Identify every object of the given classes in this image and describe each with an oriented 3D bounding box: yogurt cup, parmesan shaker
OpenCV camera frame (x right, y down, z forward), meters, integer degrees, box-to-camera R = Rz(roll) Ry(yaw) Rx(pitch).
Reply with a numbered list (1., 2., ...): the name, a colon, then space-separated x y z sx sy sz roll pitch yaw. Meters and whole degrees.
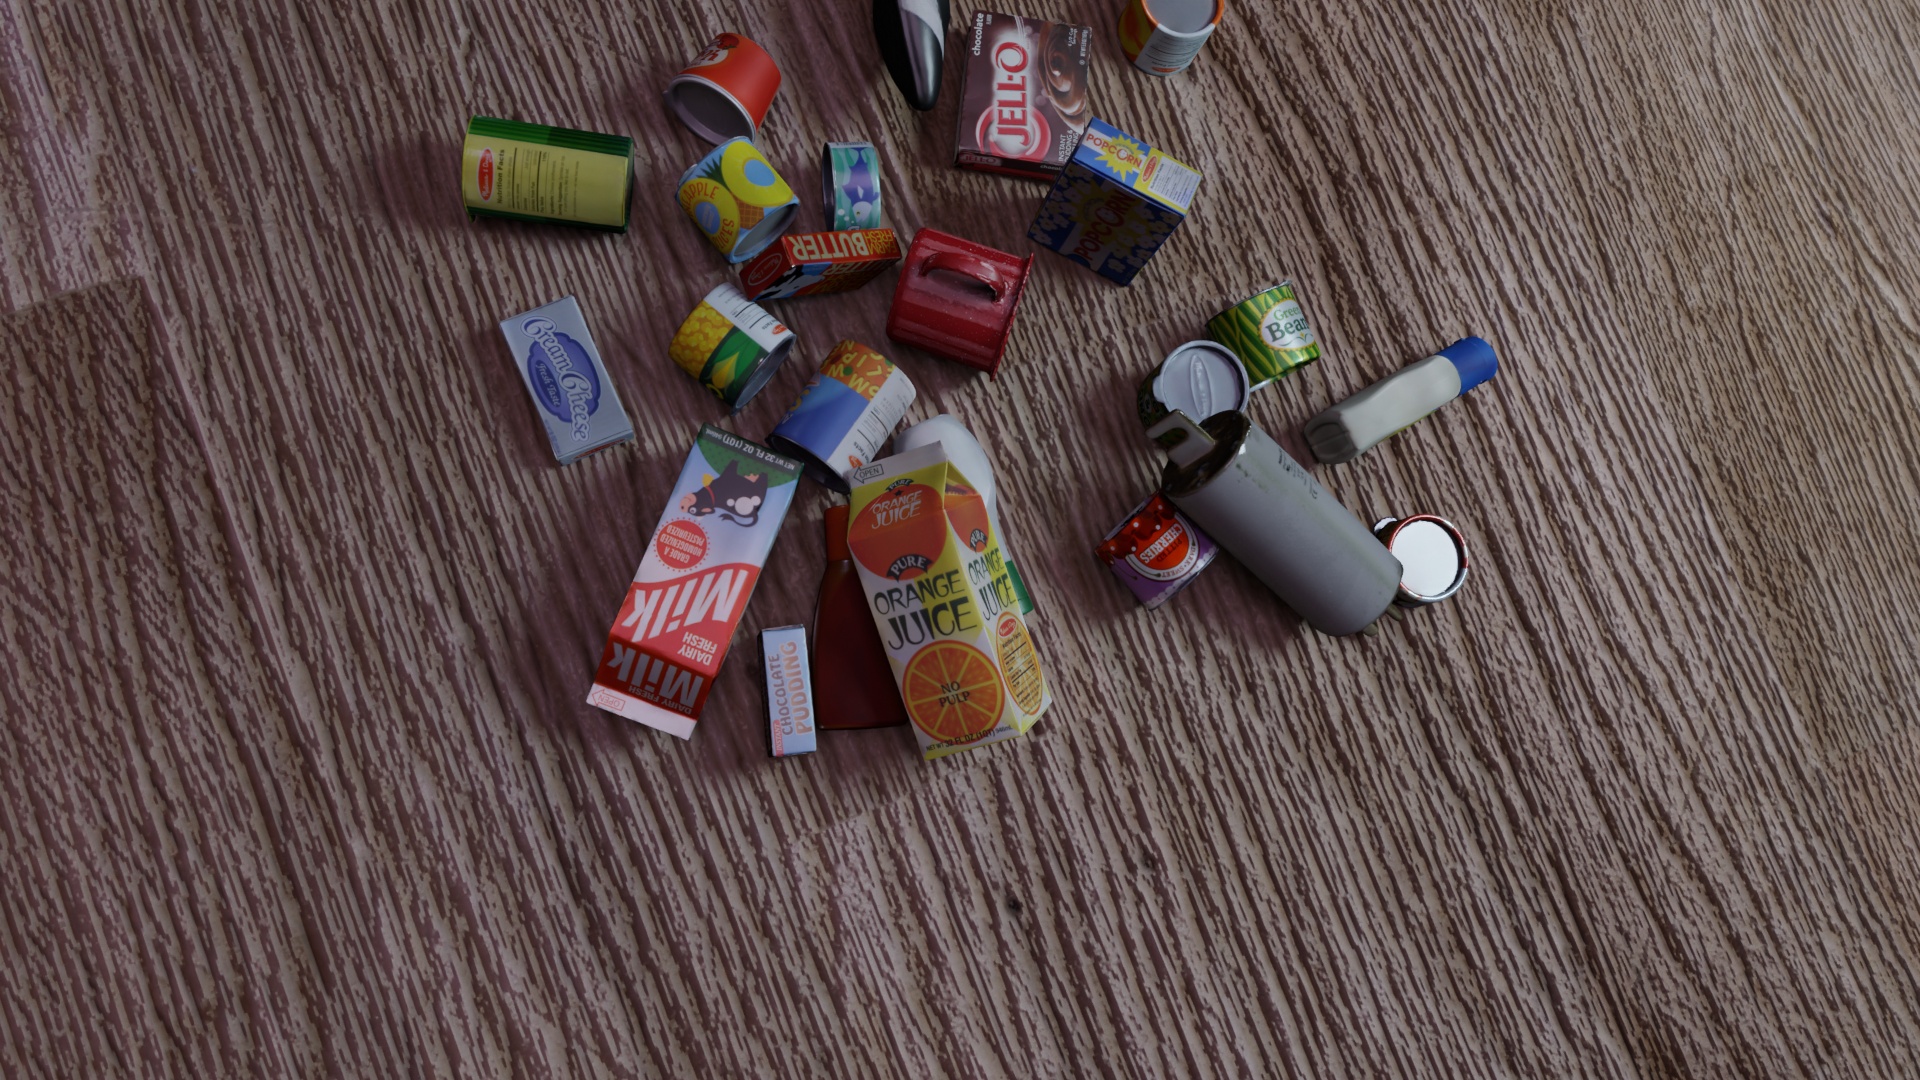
1. yogurt cup: -0.161 -0.314 0.966 0.072 0.072 0.054 29 69 -4
2. parmesan shaker: -0.275 -0.242 0.933 0.103 0.071 0.071 6 80 -10

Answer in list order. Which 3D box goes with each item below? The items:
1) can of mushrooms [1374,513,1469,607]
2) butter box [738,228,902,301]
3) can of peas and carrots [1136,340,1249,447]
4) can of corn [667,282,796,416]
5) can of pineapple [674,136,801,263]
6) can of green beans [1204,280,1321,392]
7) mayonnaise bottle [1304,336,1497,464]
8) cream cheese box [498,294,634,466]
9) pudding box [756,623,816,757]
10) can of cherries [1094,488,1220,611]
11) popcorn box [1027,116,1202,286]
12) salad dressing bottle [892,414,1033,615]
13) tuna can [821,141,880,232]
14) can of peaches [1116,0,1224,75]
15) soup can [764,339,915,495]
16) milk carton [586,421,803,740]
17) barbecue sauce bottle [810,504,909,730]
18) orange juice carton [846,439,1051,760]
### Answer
1. can of mushrooms: 0.332 0.013 1.012 0.071 0.033 0.071 1 81 -9
2. butter box: -0.093 -0.187 0.938 0.104 0.053 0.024 -17 84 -45
3. can of peas and carrots: 0.162 -0.102 0.989 0.071 0.058 0.071 1 80 -9
4. can of corn: -0.155 -0.129 0.934 0.058 0.071 0.071 39 76 -1
5. can of pineapple: -0.153 -0.232 0.950 0.071 0.071 0.058 -40 90 -14
6. can of green beans: 0.218 -0.144 1.002 0.071 0.071 0.058 -24 86 -13
7. mayonnaise bottle: 0.327 -0.105 1.018 0.148 0.064 0.041 -27 90 -17
8. cream cheese box: -0.264 -0.107 0.931 0.053 0.024 0.104 -24 85 -13
9. pudding box: -0.114 0.099 0.909 0.030 0.049 0.084 -4 82 -12
10. can of cherries: 0.136 0.006 0.959 0.071 0.071 0.058 -42 90 -14
11. popcorn box: 0.105 -0.233 0.966 0.085 0.126 0.038 25 75 -5
12. salad dressing bottle: 0.003 -0.012 0.953 0.064 0.044 0.147 -24 86 -9
13. tuna can: -0.076 -0.241 0.966 0.033 0.071 0.071 -5 82 -11
14. can of peaches: 0.156 -0.394 1.038 0.071 0.058 0.071 2 81 -10
15. soup can: -0.082 -0.085 0.940 0.071 0.071 0.084 34 76 -3
16. milk carton: -0.171 0.028 0.899 0.072 0.073 0.191 22 78 -6
17. barbecue sauce bottle: -0.069 0.051 0.929 0.065 0.043 0.148 -2 80 -12
18. orange juice carton: -0.012 0.035 0.900 0.071 0.073 0.192 -18 93 22
